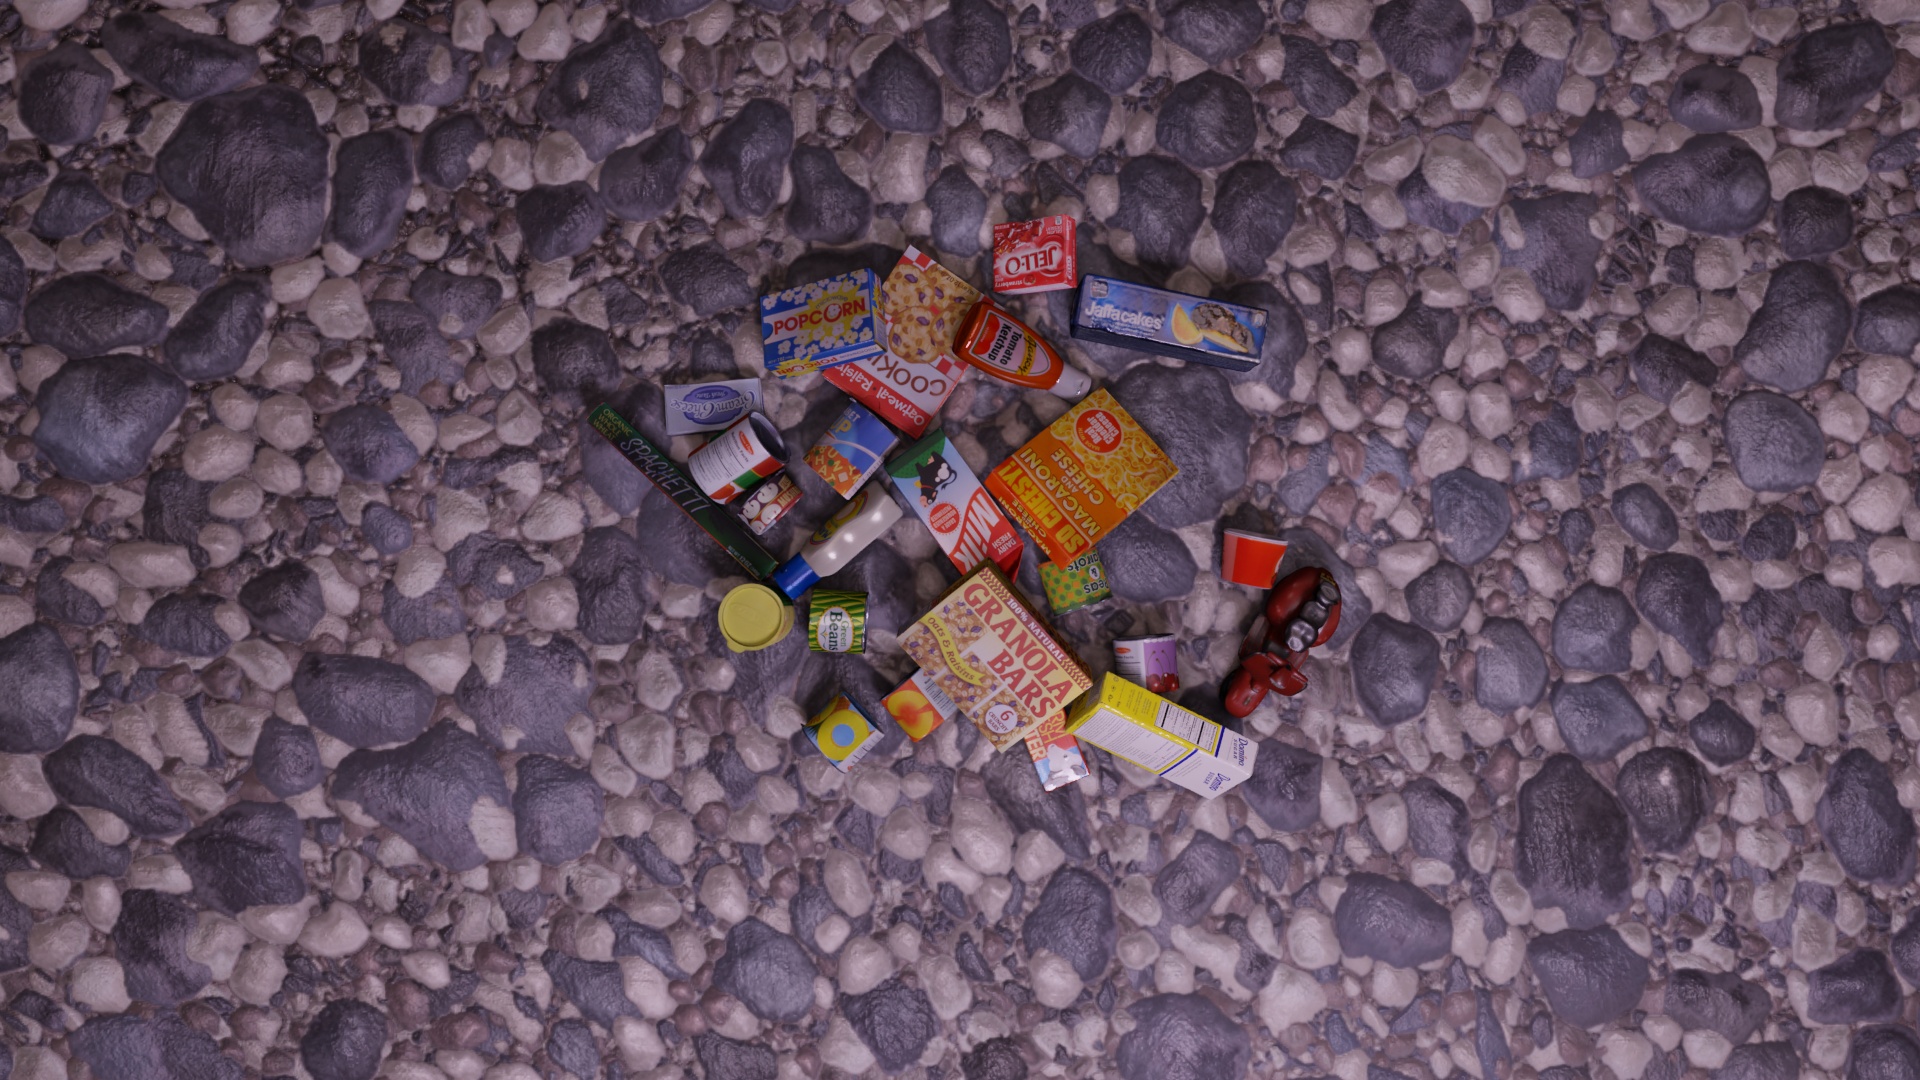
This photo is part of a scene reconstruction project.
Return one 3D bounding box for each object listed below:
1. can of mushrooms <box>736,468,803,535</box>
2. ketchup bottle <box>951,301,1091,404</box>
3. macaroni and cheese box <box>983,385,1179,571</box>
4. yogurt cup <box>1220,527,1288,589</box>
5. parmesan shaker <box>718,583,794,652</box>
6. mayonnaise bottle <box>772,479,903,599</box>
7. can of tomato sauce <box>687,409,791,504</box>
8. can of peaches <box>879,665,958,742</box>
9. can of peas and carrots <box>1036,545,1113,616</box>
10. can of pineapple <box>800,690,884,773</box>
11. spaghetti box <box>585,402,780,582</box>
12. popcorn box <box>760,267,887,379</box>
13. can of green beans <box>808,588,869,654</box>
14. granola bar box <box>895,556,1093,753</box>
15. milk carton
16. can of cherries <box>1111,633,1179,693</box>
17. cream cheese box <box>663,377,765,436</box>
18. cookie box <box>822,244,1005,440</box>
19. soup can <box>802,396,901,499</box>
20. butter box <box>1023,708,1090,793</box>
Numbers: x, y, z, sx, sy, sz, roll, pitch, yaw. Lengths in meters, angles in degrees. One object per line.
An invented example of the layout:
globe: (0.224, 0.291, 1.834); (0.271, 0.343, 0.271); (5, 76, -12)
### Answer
can of mushrooms: (-0.196, -0.040, 1.445); (0.071, 0.071, 0.033); (-44, 91, -2)
ketchup bottle: (0.067, -0.190, 1.449); (0.149, 0.043, 0.064); (26, 90, -23)
macaroni and cheese box: (0.125, -0.065, 1.434); (0.167, 0.040, 0.124); (-38, 82, -25)
yogurt cup: (0.306, 0.019, 1.460); (0.072, 0.072, 0.054); (10, 96, -1)
parmesan shaker: (-0.209, 0.079, 1.423); (0.071, 0.103, 0.071); (0, 88, -2)
mayonnaise bottle: (-0.129, 0.001, 1.449); (0.148, 0.065, 0.041); (-40, 116, 0)
can of tomato sauce: (-0.229, -0.086, 1.439); (0.083, 0.071, 0.071); (-32, 89, 14)
can of peaches: (-0.043, 0.168, 1.444); (0.071, 0.071, 0.058); (-40, 90, -2)
can of peas and carrots: (0.121, 0.042, 1.450); (0.071, 0.071, 0.058); (-19, 88, -2)
can of pineapple: (-0.122, 0.197, 1.439); (0.058, 0.071, 0.071); (-43, 90, -3)
spaghetti box: (-0.289, -0.050, 1.452); (0.250, 0.050, 0.029); (43, 86, 0)
popcorn box: (-0.141, -0.224, 1.440); (0.126, 0.038, 0.085); (-12, 71, 17)
can of green beans: (-0.126, 0.084, 1.443); (0.058, 0.071, 0.071); (3, 88, -1)
granola bar box: (0.035, 0.116, 1.410); (0.124, 0.039, 0.165); (-39, 102, 13)
milk carton: (0.005, -0.018, 1.448); (0.073, 0.072, 0.190); (-36, 90, -2)
can of cherries: (0.196, 0.129, 1.452); (0.071, 0.071, 0.058); (-6, 88, -2)
cream cheese box: (-0.260, -0.141, 1.469); (0.104, 0.024, 0.053); (-5, 89, -2)
cookie box: (-0.050, -0.208, 1.469); (0.123, 0.040, 0.167); (34, 87, 0)
soup can: (-0.116, -0.096, 1.450); (0.071, 0.071, 0.084); (42, 88, 0)
butter box: (0.094, 0.208, 1.465); (0.053, 0.024, 0.103); (-22, 88, -2)
